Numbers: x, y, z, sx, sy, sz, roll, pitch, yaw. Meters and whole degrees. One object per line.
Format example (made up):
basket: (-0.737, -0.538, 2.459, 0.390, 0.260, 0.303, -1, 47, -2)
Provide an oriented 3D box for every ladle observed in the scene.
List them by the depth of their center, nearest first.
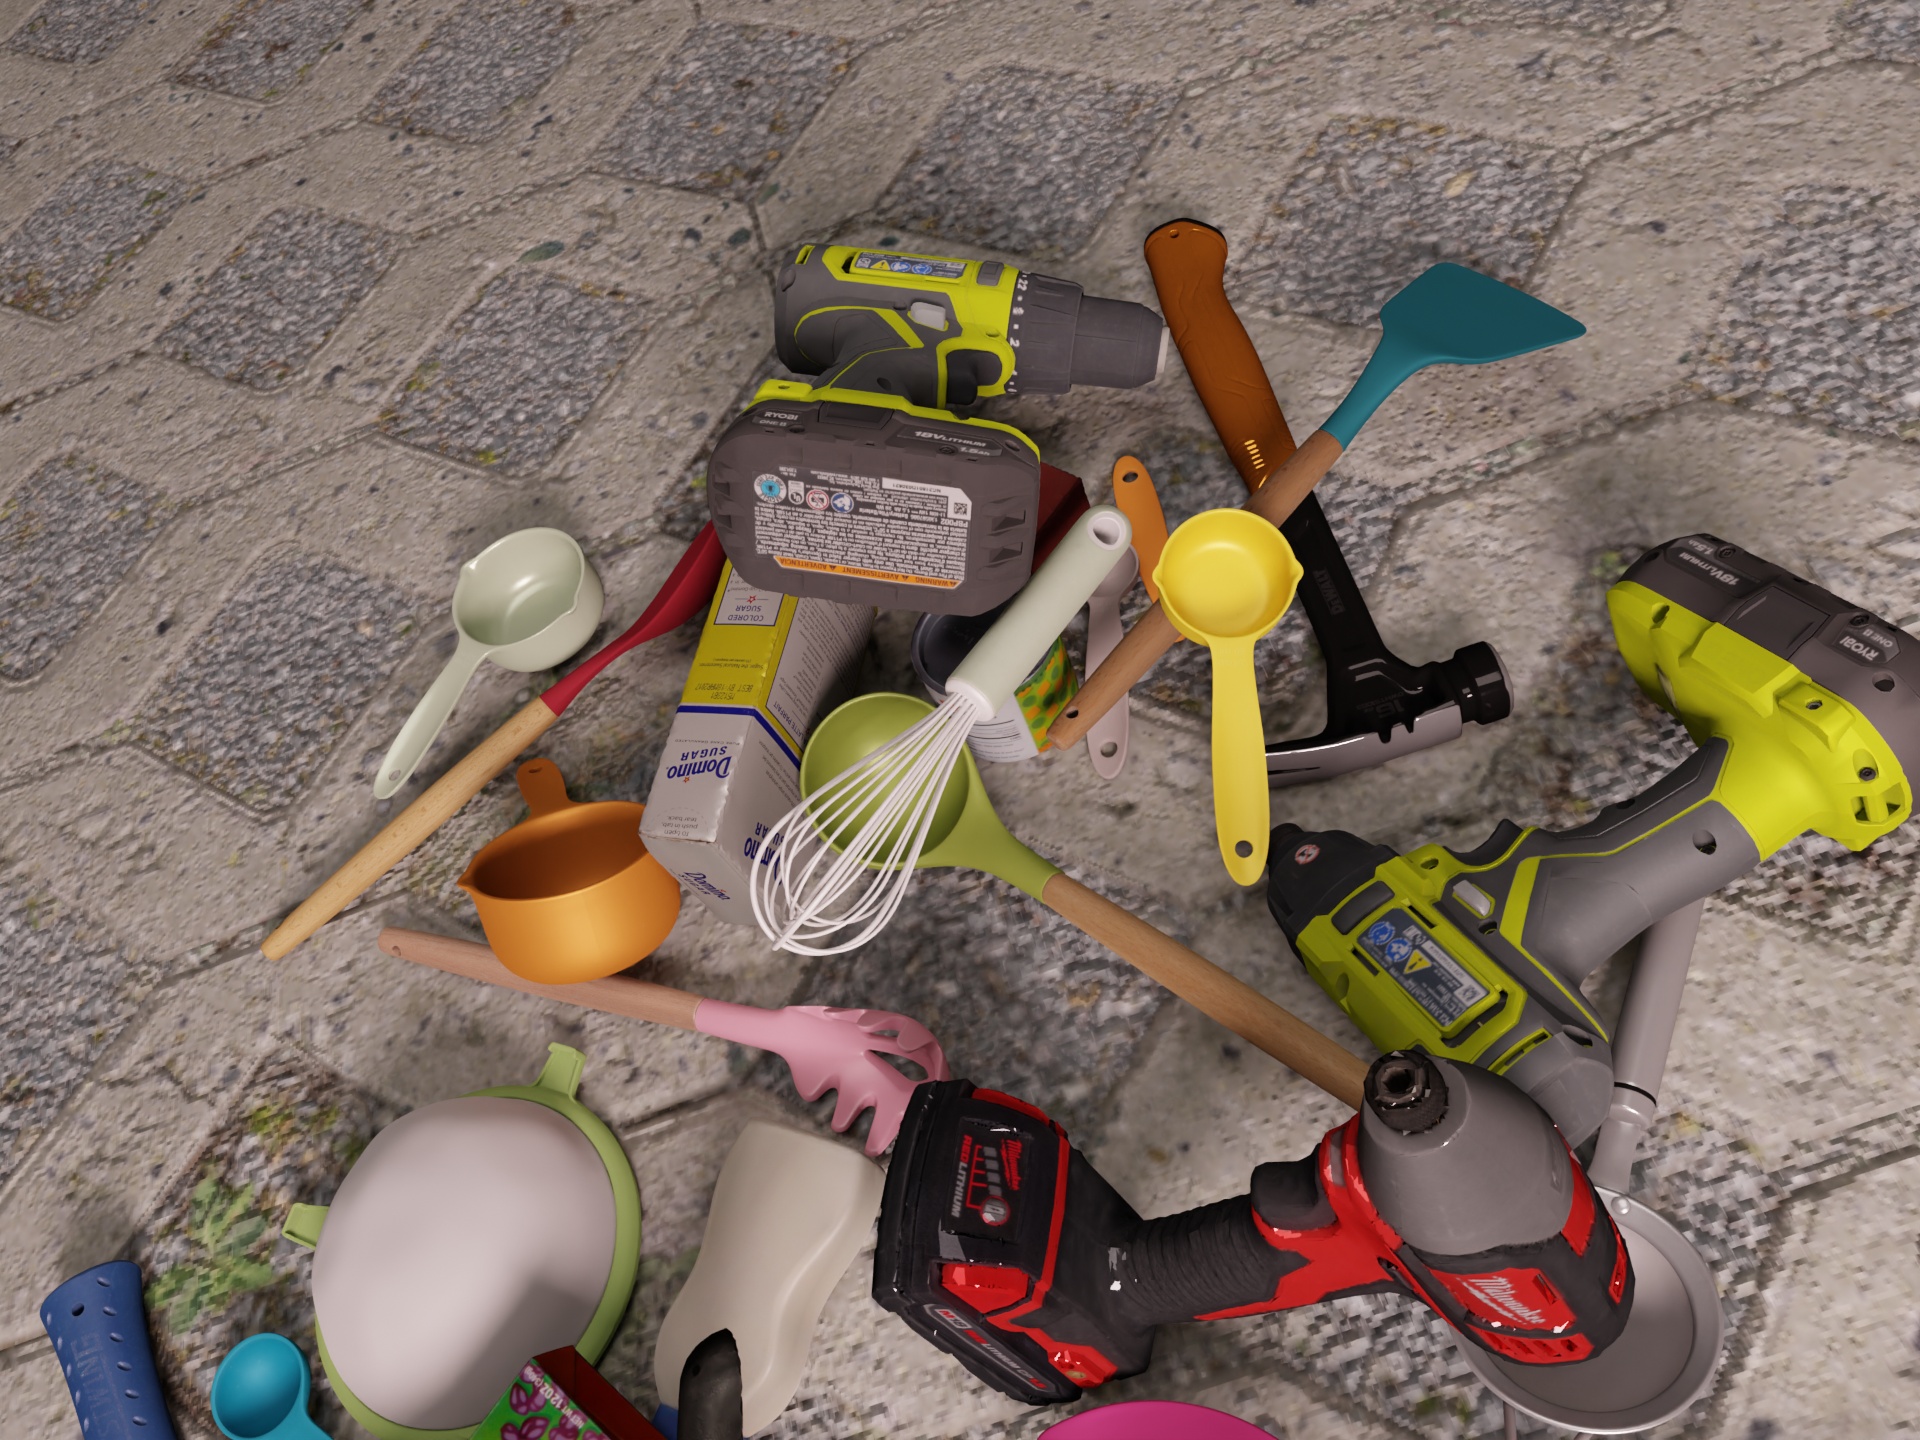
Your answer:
ladle: (0.049, 0.074, 0.627, 0.320, 0.062, 0.078, 30, 87, 41)
ladle: (-0.228, 0.010, 0.803, 0.315, 0.031, 0.069, -43, 15, -6)

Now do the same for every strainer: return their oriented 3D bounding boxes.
strainer: (0.235, 0.146, 0.563, 0.087, 0.050, 0.258, 11, 58, 29)
strainer: (-0.189, 0.250, 0.620, 0.151, 0.069, 0.257, -32, 54, -2)

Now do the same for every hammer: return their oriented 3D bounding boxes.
hammer: (-0.281, 0.383, 0.591, 0.144, 0.035, 0.406, -37, 56, -6)
hammer: (0.139, -0.121, 0.761, 0.127, 0.034, 0.337, -18, 56, 6)

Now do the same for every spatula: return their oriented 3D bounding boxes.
spatula: (0.151, -0.099, 0.711, 0.317, 0.044, 0.082, -46, 59, -9)

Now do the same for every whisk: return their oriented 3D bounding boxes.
whisk: (-0.001, -0.002, 0.655, 0.058, 0.059, 0.246, 40, 67, -2)

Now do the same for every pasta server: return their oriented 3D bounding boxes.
pasta server: (-0.140, 0.127, 0.699, 0.316, 0.060, 0.040, 8, 22, 25)

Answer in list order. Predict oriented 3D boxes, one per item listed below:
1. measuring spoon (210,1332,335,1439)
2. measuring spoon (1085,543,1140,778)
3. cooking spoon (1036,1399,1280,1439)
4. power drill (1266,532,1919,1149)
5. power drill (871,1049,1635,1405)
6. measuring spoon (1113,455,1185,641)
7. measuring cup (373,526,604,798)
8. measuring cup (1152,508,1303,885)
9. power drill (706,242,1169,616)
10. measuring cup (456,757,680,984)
measuring spoon: (-0.256, 0.302, 0.648, 0.129, 0.021, 0.042, 35, 76, 23)
measuring spoon: (0.070, -0.028, 0.742, 0.034, 0.018, 0.124, -8, 64, 20)
cooking spoon: (0.172, 0.262, 0.486, 0.319, 0.017, 0.069, 1, 49, 19)
power drill: (0.229, 0.038, 0.594, 0.223, 0.080, 0.171, -38, 38, 0)
power drill: (0.088, 0.160, 0.514, 0.219, 0.143, 0.079, -15, 43, 29)
measuring spoon: (0.091, -0.087, 0.768, 0.021, 0.011, 0.117, -16, 56, 8)
measuring cup: (-0.247, -0.024, 0.828, 0.083, 0.038, 0.168, 19, 69, 27)
measuring cup: (0.112, -0.009, 0.658, 0.062, 0.029, 0.156, -2, 80, 3)
power drill: (-0.006, -0.145, 0.722, 0.190, 0.080, 0.229, 8, 39, 5)
measuring cup: (-0.183, 0.066, 0.742, 0.095, 0.052, 0.174, -18, 23, -16)
